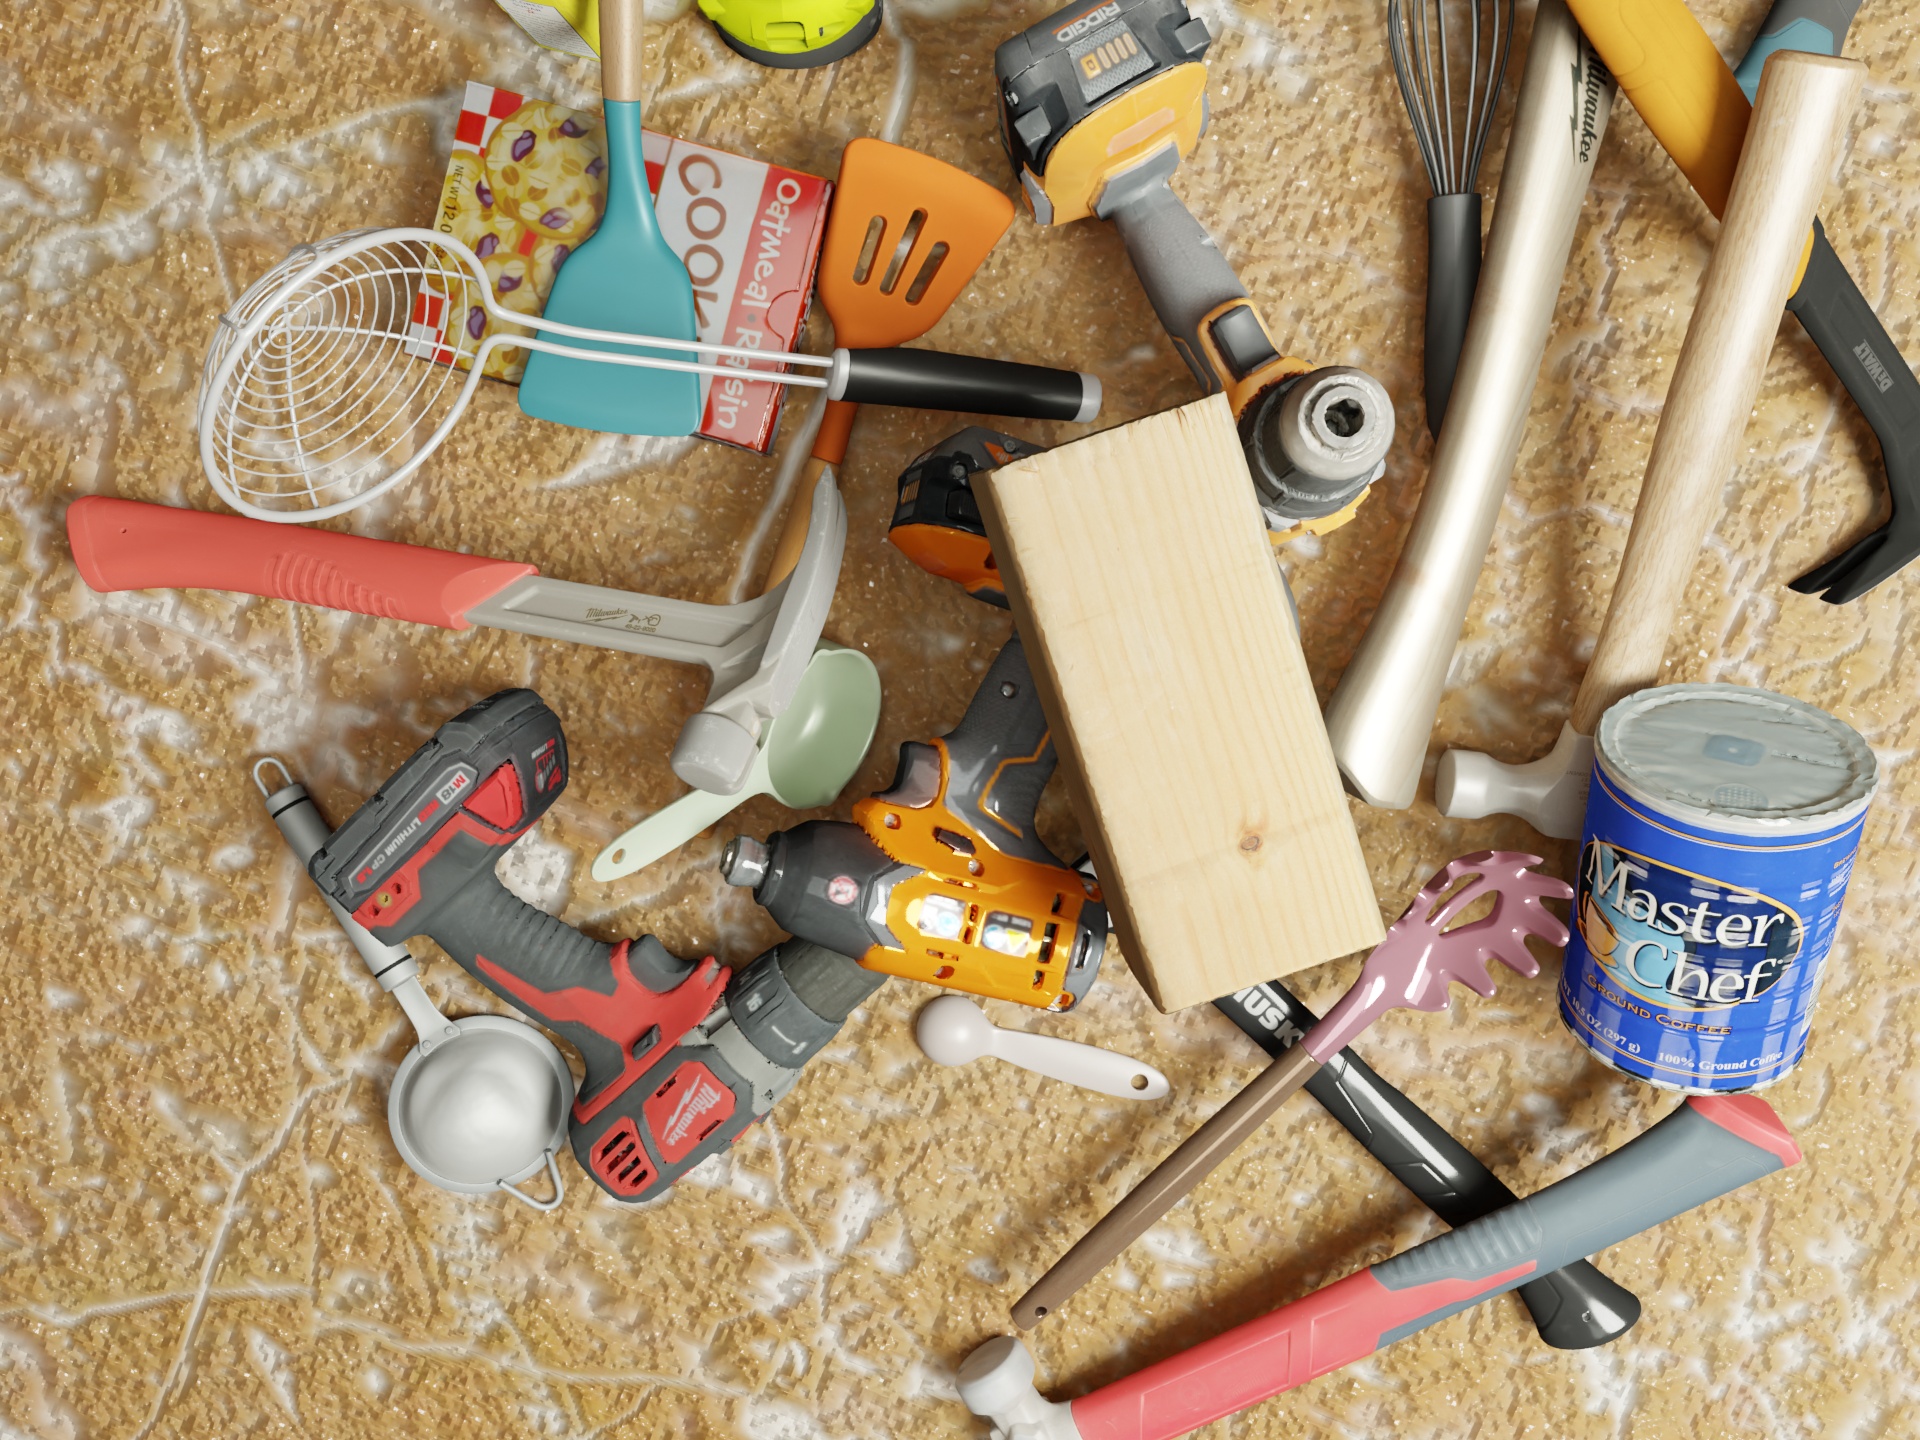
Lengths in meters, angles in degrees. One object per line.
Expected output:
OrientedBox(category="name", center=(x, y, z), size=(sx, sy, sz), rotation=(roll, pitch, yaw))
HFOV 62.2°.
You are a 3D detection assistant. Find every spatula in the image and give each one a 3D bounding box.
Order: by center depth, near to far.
OrientedBox(category="spatula", center=(-0.137, -0.274, 0.634), size=(0.082, 0.044, 0.317), rotation=(9, 119, 6))
OrientedBox(category="spatula", center=(-0.068, -0.094, 0.720), size=(0.081, 0.041, 0.322), rotation=(16, 99, -21))

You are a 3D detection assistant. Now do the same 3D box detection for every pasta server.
OrientedBox(category="pasta server", center=(0.137, 0.169, 0.705), size=(0.060, 0.040, 0.316), rotation=(43, 99, -13))

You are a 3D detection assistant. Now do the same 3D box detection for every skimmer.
OrientedBox(category="skimmer", center=(-0.103, -0.125, 0.637), size=(0.363, 0.090, 0.127), rotation=(1, 141, -21))

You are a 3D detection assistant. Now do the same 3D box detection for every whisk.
OrientedBox(category="whisk", center=(0.214, -0.226, 0.693), size=(0.055, 0.055, 0.239), rotation=(-4, 101, 3))

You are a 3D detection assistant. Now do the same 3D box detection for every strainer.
OrientedBox(category="strainer", center=(-0.265, 0.128, 0.755), size=(0.087, 0.050, 0.258), rotation=(-33, 90, -10))

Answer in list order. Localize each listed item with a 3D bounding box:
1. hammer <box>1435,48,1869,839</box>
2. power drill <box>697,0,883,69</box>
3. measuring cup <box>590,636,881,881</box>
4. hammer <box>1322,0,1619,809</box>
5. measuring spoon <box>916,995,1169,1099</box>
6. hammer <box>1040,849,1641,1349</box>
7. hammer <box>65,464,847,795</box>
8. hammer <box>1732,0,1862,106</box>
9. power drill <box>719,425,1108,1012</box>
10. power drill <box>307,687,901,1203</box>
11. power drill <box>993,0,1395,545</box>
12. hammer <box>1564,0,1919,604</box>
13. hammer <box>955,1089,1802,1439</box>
OrientedBox(category="hammer", center=(0.299, -0.096, 0.654), size=(0.130, 0.031, 0.331), rotation=(7, 117, 0))
OrientedBox(category="power drill", center=(-0.078, -0.355, 0.602), size=(0.080, 0.223, 0.171), rotation=(-1, 96, 2))
OrientedBox(category="measuring cup", center=(-0.103, 0.018, 0.686), size=(0.038, 0.167, 0.083), rotation=(25, 132, 33))
OrientedBox(category="hammer", center=(0.239, -0.160, 0.674), size=(0.146, 0.038, 0.410), rotation=(10, 101, -18))
OrientedBox(category="measuring spoon", center=(0.039, 0.160, 0.753), size=(0.124, 0.018, 0.034), rotation=(15, 96, 1))
OrientedBox(category="hammer", center=(0.186, 0.168, 0.738), size=(0.335, 0.035, 0.146), rotation=(42, 97, -2))
OrientedBox(category="hammer", center=(-0.232, -0.067, 0.698), size=(0.359, 0.036, 0.149), rotation=(10, 63, 16))
OrientedBox(category="hammer", center=(0.419, -0.413, 0.668), size=(0.128, 0.033, 0.331), rotation=(25, 97, -1))
OrientedBox(category="power drill", center=(-0.001, -0.002, 0.674), size=(0.164, 0.084, 0.226), rotation=(15, 85, -17))
OrientedBox(category="power drill", center=(-0.153, 0.089, 0.721), size=(0.188, 0.080, 0.226), rotation=(-42, 96, 12))
OrientedBox(category="power drill", center=(0.097, -0.177, 0.634), size=(0.084, 0.185, 0.226), rotation=(-28, 91, 4))
OrientedBox(category="hammer", center=(0.321, -0.199, 0.646), size=(0.127, 0.034, 0.336), rotation=(-43, 110, 7))
OrientedBox(category="hammer", center=(0.194, 0.278, 0.719), size=(0.386, 0.038, 0.143), rotation=(-31, 95, 15))
